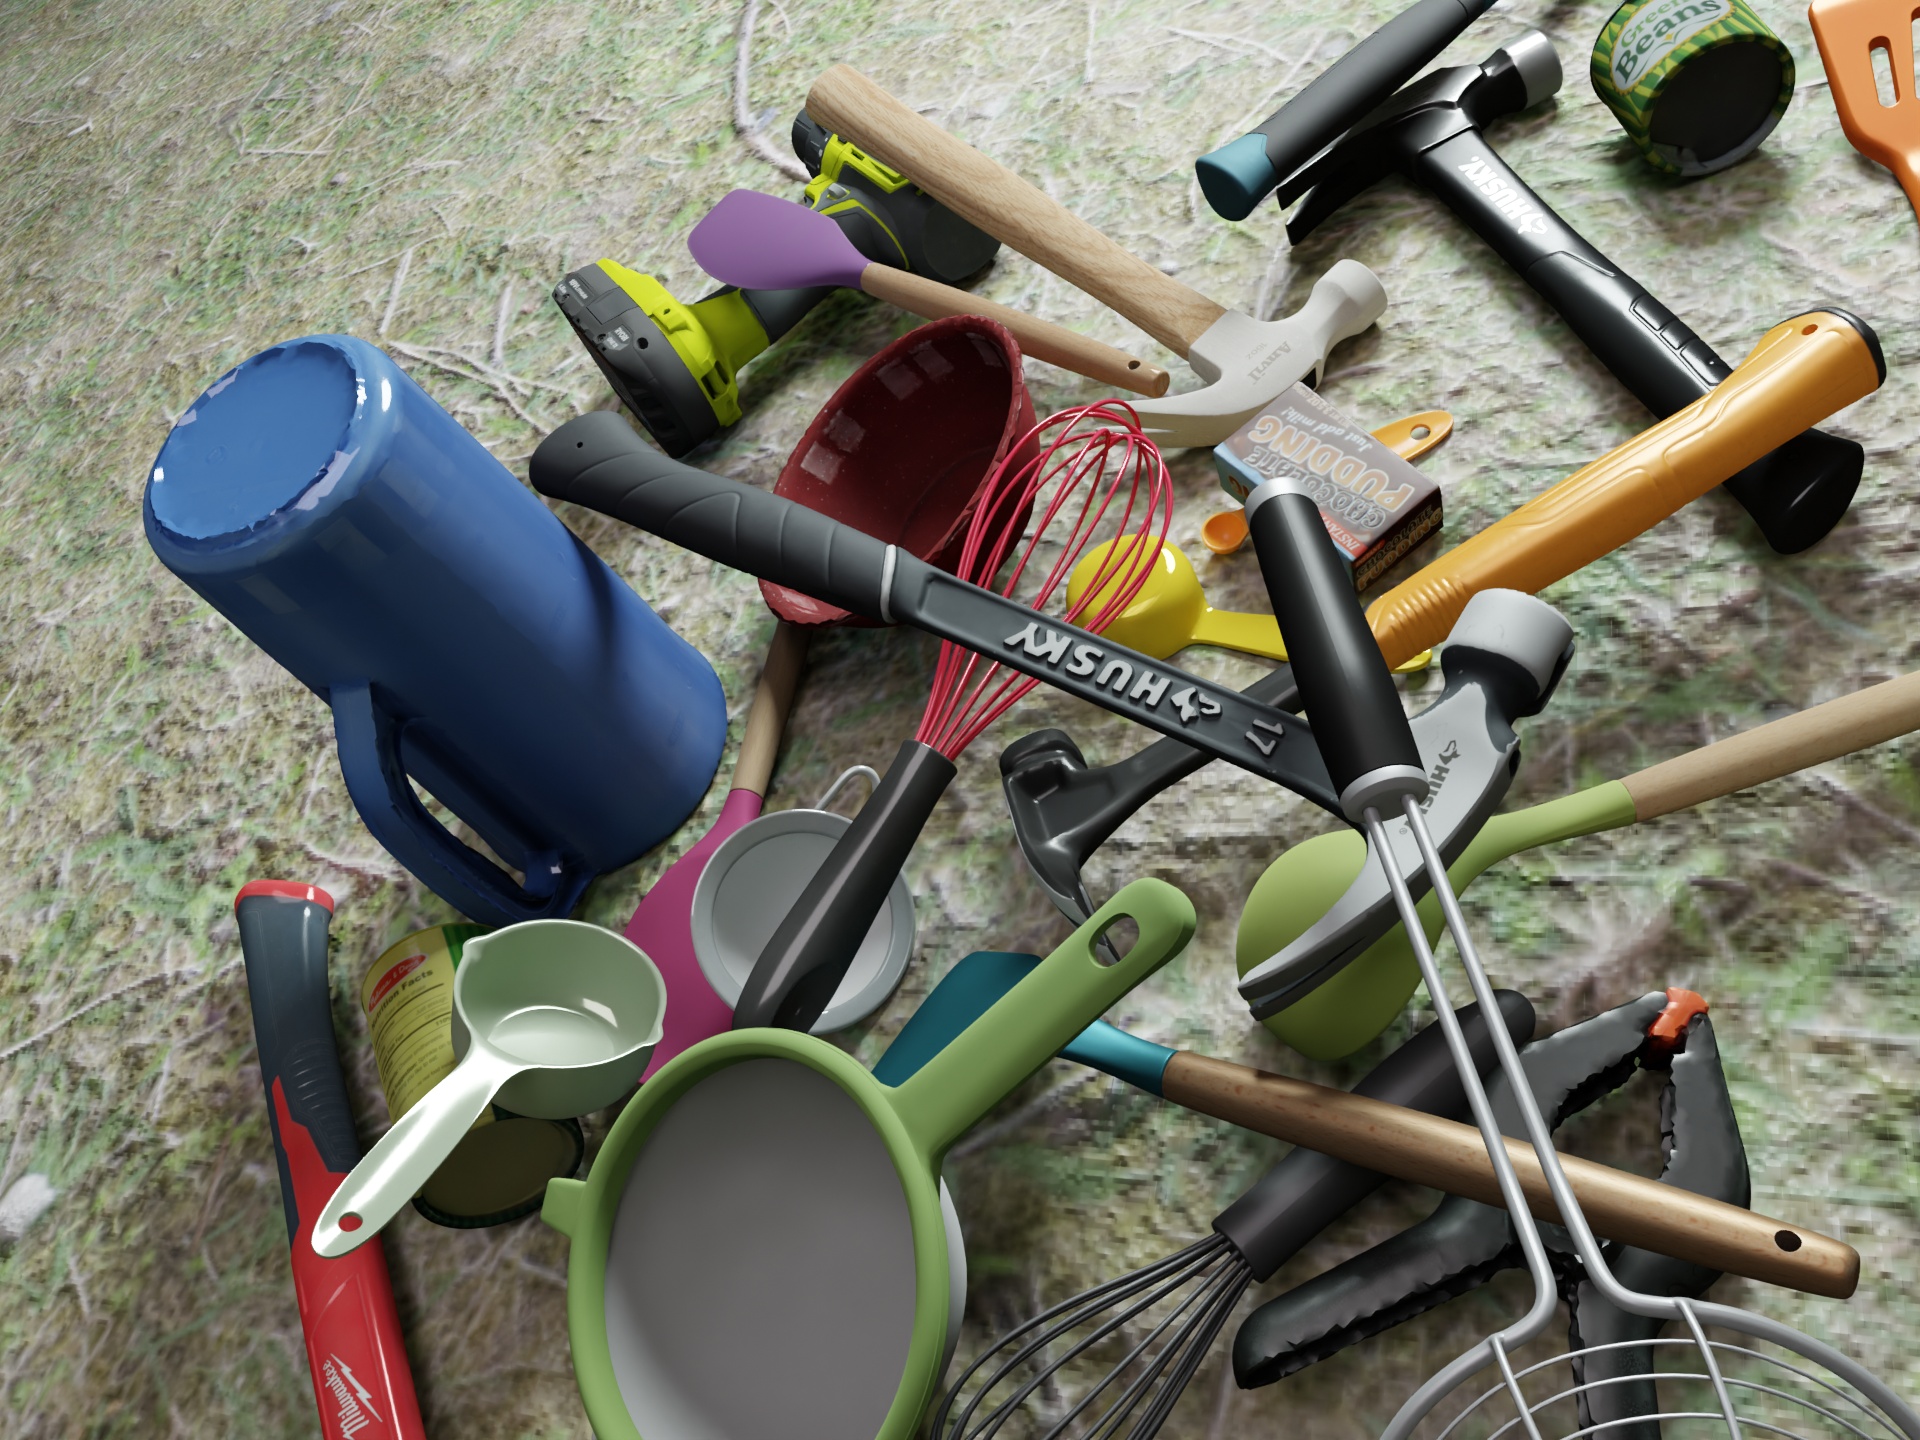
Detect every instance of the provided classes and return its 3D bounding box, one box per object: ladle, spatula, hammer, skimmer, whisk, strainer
[{"bbox_3d":[0.240,0.027,0.507,0.320,0.062,0.078,-20,24,3],"label":"ladle"},{"bbox_3d":[-0.027,-0.205,0.764,0.316,0.018,0.060,29,74,35],"label":"spatula"},{"bbox_3d":[-0.011,-0.037,0.565,0.409,0.036,0.149,24,72,31],"label":"hammer"},{"bbox_3d":[0.036,-0.239,0.777,0.130,0.031,0.332,-44,62,-9],"label":"hammer"},{"bbox_3d":[0.090,0.118,0.474,0.318,0.044,0.082,8,45,40],"label":"spatula"},{"bbox_3d":[0.126,0.083,0.401,0.127,0.090,0.364,-16,47,9],"label":"skimmer"},{"bbox_3d":[0.085,0.160,0.478,0.239,0.055,0.055,-37,46,-11],"label":"whisk"},{"bbox_3d":[-0.261,0.207,0.627,0.143,0.038,0.387,-37,46,-1],"label":"hammer"},{"bbox_3d":[-0.001,-0.002,0.601,0.073,0.073,0.296,18,69,37],"label":"whisk"},{"bbox_3d":[0.231,-0.339,0.767,0.331,0.033,0.128,-41,36,-18],"label":"hammer"},{"bbox_3d":[0.367,-0.169,0.591,0.081,0.041,0.323,-2,55,26],"label":"spatula"},{"bbox_3d":[-0.014,0.141,0.495,0.256,0.069,0.152,-44,55,14],"label":"strainer"},{"bbox_3d":[0.166,-0.037,0.555,0.337,0.034,0.127,-32,25,7],"label":"hammer"},{"bbox_3d":[0.254,-0.181,0.667,0.146,0.035,0.335,-26,47,6],"label":"hammer"},{"bbox_3d":[-0.082,0.137,0.587,0.087,0.050,0.259,23,66,-9],"label":"strainer"}]

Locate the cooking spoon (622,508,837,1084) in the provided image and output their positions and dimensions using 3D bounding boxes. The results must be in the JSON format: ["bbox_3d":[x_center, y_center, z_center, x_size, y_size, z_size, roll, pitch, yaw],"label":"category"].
[{"bbox_3d":[-0.088,0.013,0.704,0.069,0.017,0.319,3,55,13],"label":"cooking spoon"}]

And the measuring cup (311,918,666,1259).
[{"bbox_3d":[-0.165,0.133,0.550,0.083,0.038,0.168,24,34,10],"label":"measuring cup"}]

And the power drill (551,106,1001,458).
[{"bbox_3d":[-0.109,-0.265,0.902,0.228,0.080,0.191,-36,47,-6],"label":"power drill"}]

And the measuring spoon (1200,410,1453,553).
[{"bbox_3d":[0.155,-0.100,0.673,0.117,0.011,0.021,-27,57,2],"label":"measuring spoon"}]

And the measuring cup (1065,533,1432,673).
[{"bbox_3d":[0.110,-0.044,0.635,0.157,0.029,0.062,12,61,36],"label":"measuring cup"}]
